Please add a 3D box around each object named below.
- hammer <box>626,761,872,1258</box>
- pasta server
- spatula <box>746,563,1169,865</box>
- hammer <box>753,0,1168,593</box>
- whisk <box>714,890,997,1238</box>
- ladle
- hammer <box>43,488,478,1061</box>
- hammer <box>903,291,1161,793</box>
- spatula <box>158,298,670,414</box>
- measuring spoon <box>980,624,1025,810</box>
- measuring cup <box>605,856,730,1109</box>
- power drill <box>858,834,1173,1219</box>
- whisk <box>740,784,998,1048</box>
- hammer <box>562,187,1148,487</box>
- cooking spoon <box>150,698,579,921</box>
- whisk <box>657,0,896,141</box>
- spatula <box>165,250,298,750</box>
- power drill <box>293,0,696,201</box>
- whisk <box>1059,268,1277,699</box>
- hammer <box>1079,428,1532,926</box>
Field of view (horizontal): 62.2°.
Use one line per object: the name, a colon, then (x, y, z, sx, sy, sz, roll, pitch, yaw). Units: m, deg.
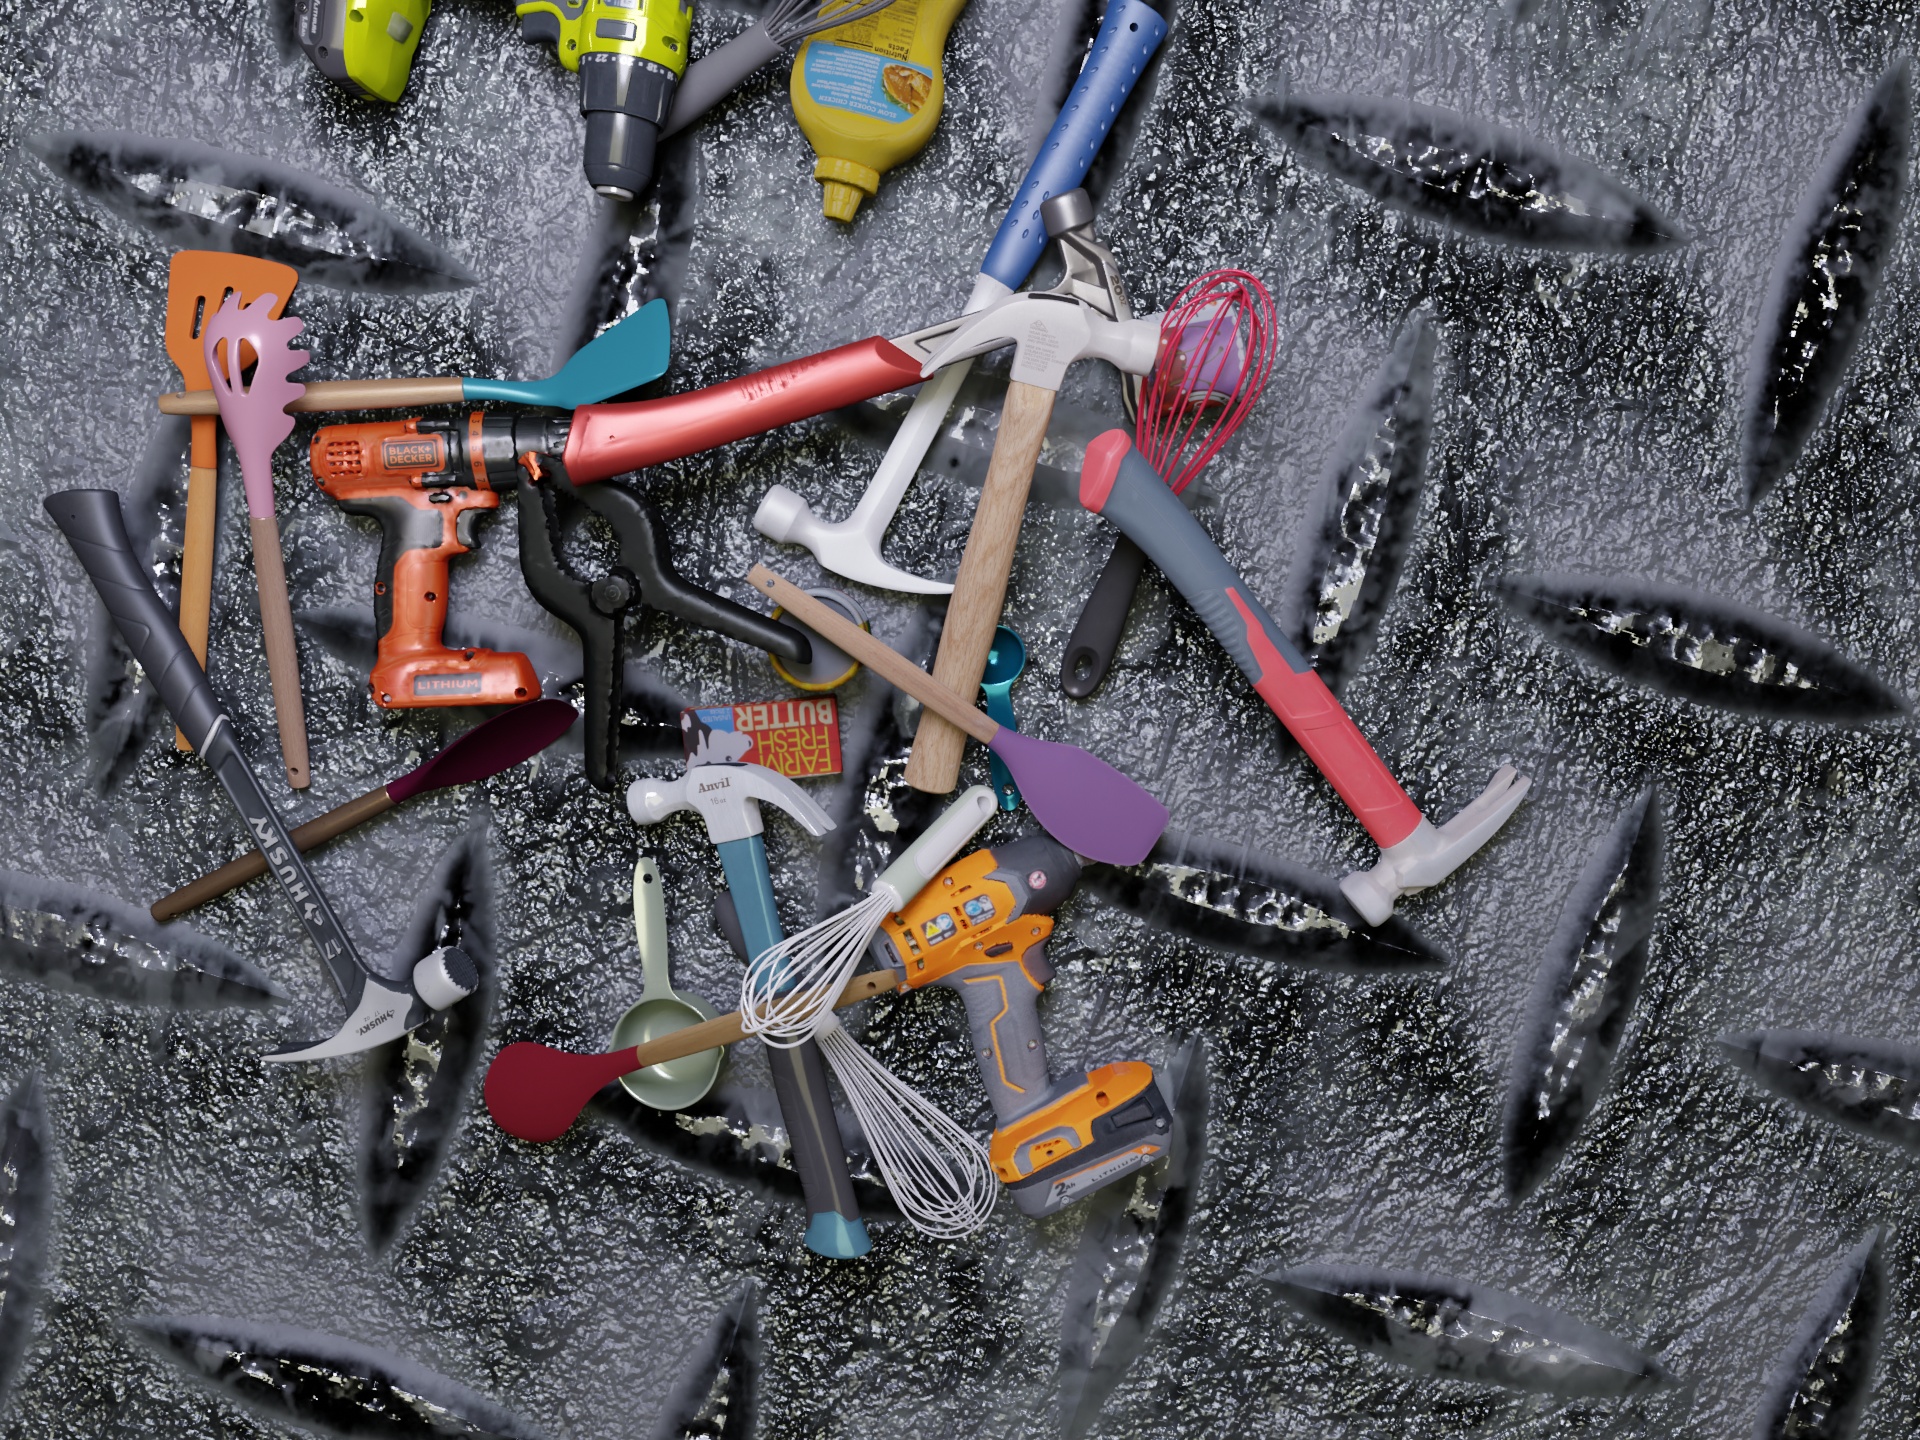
hammer: (-0.116, 0.187, 1.026, 0.128, 0.033, 0.331, -13, 93, 18)
pasta server: (-0.431, -0.105, 1.000, 0.060, 0.040, 0.316, 4, 113, 3)
spatula: (-0.002, -0.003, 1.005, 0.315, 0.018, 0.060, 35, 88, -13)
hammer: (0.023, -0.269, 1.024, 0.144, 0.035, 0.405, 28, 94, -4)
whisk: (-0.074, 0.229, 1.064, 0.070, 0.070, 0.284, -38, 90, 2)
ladle: (-0.181, 0.209, 1.019, 0.315, 0.031, 0.069, -20, 90, 17)
hammer: (-0.468, 0.031, 1.013, 0.149, 0.036, 0.409, -31, 89, 13)
hammer: (0.015, -0.101, 0.985, 0.130, 0.031, 0.331, 14, 116, -4)
spatula: (-0.340, -0.217, 1.000, 0.317, 0.082, 0.044, -5, 140, -7)
measuring spoon: (0.026, -0.003, 1.063, 0.042, 0.021, 0.128, -7, 105, -1)
measuring cup: (-0.195, 0.172, 1.059, 0.083, 0.038, 0.167, -6, 91, 12)
power drill: (0.053, 0.191, 1.049, 0.164, 0.084, 0.226, -27, 92, 0)
whisk: (-0.050, 0.114, 0.991, 0.246, 0.059, 0.057, -43, 104, -38)
hammer: (-0.066, -0.203, 0.976, 0.359, 0.037, 0.149, -19, 101, -7)
cooking spoon: (-0.395, 0.059, 1.043, 0.319, 0.068, 0.017, -26, 69, 6)
whisk: (-0.116, -0.418, 0.965, 0.239, 0.055, 0.055, -24, 96, 27)
spatula: (-0.488, -0.140, 1.033, 0.081, 0.041, 0.322, 8, 99, -3)
power drill: (-0.275, -0.424, 0.964, 0.228, 0.080, 0.190, 9, 95, 6)
whisk: (0.120, -0.137, 0.990, 0.073, 0.073, 0.295, 19, 119, -3)
hammer: (0.211, -0.039, 0.992, 0.143, 0.038, 0.386, -41, 114, 3)
